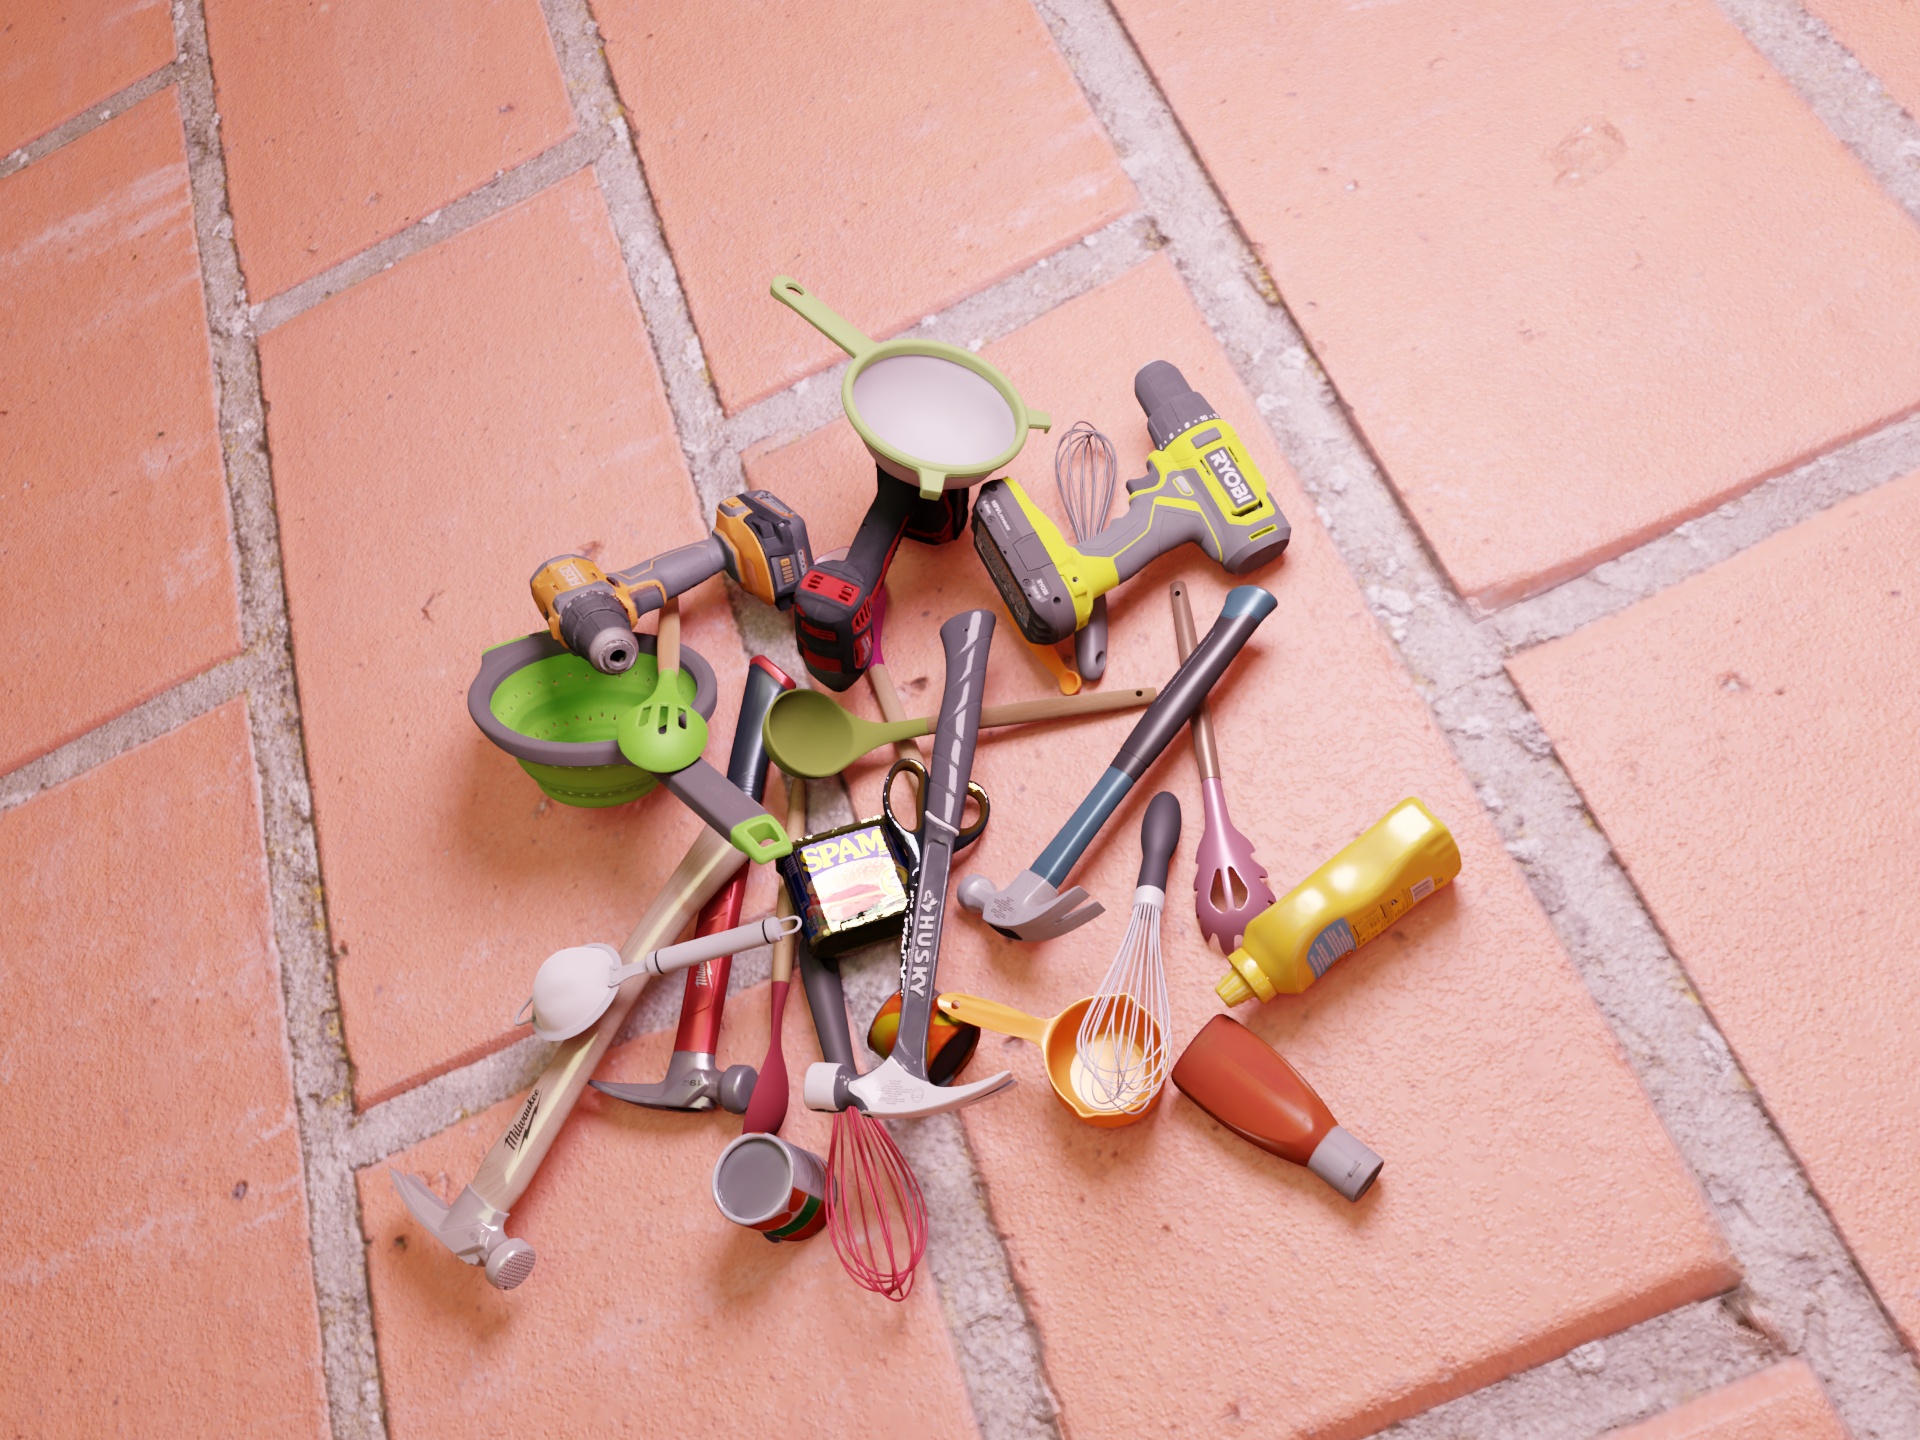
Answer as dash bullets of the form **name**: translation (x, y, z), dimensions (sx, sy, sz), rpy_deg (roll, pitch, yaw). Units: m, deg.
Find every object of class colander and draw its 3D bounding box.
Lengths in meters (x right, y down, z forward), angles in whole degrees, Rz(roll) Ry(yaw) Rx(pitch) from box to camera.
- **colander**: translation (-0.257, 0.044, 1.296), dimensions (0.204, 0.094, 0.397), rpy_deg (-20, 38, -34)

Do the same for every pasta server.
- **pasta server**: translation (0.191, 0.027, 1.233), dimensions (0.060, 0.040, 0.316), rpy_deg (-13, 58, 13)

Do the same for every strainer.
- **strainer**: translation (-0.064, -0.262, 1.278), dimensions (0.256, 0.069, 0.151), rpy_deg (41, 52, 16)
- **strainer**: translation (-0.240, 0.185, 1.215), dimensions (0.258, 0.050, 0.087), rpy_deg (-17, 44, 12)

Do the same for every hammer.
- **hammer**: translation (-0.288, 0.229, 1.258), dimensions (0.146, 0.038, 0.411), rpy_deg (25, 77, 31)
- **hammer**: translation (-0.207, 0.126, 1.317), dimensions (0.143, 0.038, 0.387), rpy_deg (-1, 66, 20)
- **hammer**: translation (-0.012, 0.095, 1.191), dimensions (0.149, 0.036, 0.409), rpy_deg (0, 62, 16)
- **hammer**: translation (0.130, 0.030, 1.211), dimensions (0.331, 0.033, 0.128), rpy_deg (-52, 31, -8)

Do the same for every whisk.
- **whisk**: translation (-0.083, 0.288, 1.188), dimensions (0.073, 0.073, 0.296), rpy_deg (-23, 56, 8)
- **whisk**: translation (0.129, 0.156, 1.136), dimensions (0.070, 0.070, 0.285), rpy_deg (-2, 42, 18)
- **whisk**: translation (0.107, -0.144, 1.331), dimensions (0.055, 0.055, 0.239), rpy_deg (-6, 68, 16)

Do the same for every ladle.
- **ladle**: translation (-0.002, -0.004, 1.281), dimensions (0.320, 0.062, 0.078), rpy_deg (-8, 65, 7)
- **ladle**: translation (-0.141, 0.185, 1.262), dimensions (0.031, 0.069, 0.316), rpy_deg (1, 59, 2)

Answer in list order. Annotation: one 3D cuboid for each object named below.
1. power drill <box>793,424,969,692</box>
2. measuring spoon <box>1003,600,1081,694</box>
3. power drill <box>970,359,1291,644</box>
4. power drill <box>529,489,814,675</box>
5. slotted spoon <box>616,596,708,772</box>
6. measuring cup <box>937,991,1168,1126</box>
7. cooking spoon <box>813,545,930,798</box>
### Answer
- **power drill**: translation (-0.069, -0.130, 1.324), dimensions (0.078, 0.143, 0.220), rpy_deg (20, 61, 11)
- **measuring spoon**: translation (0.068, -0.064, 1.326), dimensions (0.021, 0.011, 0.117), rpy_deg (-54, 53, 27)
- **power drill**: translation (0.127, -0.177, 1.281), dimensions (0.228, 0.080, 0.191), rpy_deg (-26, 75, -9)
- **power drill**: translation (-0.237, -0.112, 1.343), dimensions (0.226, 0.084, 0.186), rpy_deg (-21, 31, -18)
- **slotted spoon**: translation (-0.248, -0.050, 1.336), dimensions (0.070, 0.031, 0.314), rpy_deg (3, 29, -11)
- **measuring cup**: translation (0.066, 0.235, 1.150), dimensions (0.174, 0.052, 0.095), rpy_deg (15, 64, 18)
- **cooking spoon**: translation (-0.063, -0.023, 1.348), dimensions (0.069, 0.017, 0.319), rpy_deg (-22, 60, -1)
